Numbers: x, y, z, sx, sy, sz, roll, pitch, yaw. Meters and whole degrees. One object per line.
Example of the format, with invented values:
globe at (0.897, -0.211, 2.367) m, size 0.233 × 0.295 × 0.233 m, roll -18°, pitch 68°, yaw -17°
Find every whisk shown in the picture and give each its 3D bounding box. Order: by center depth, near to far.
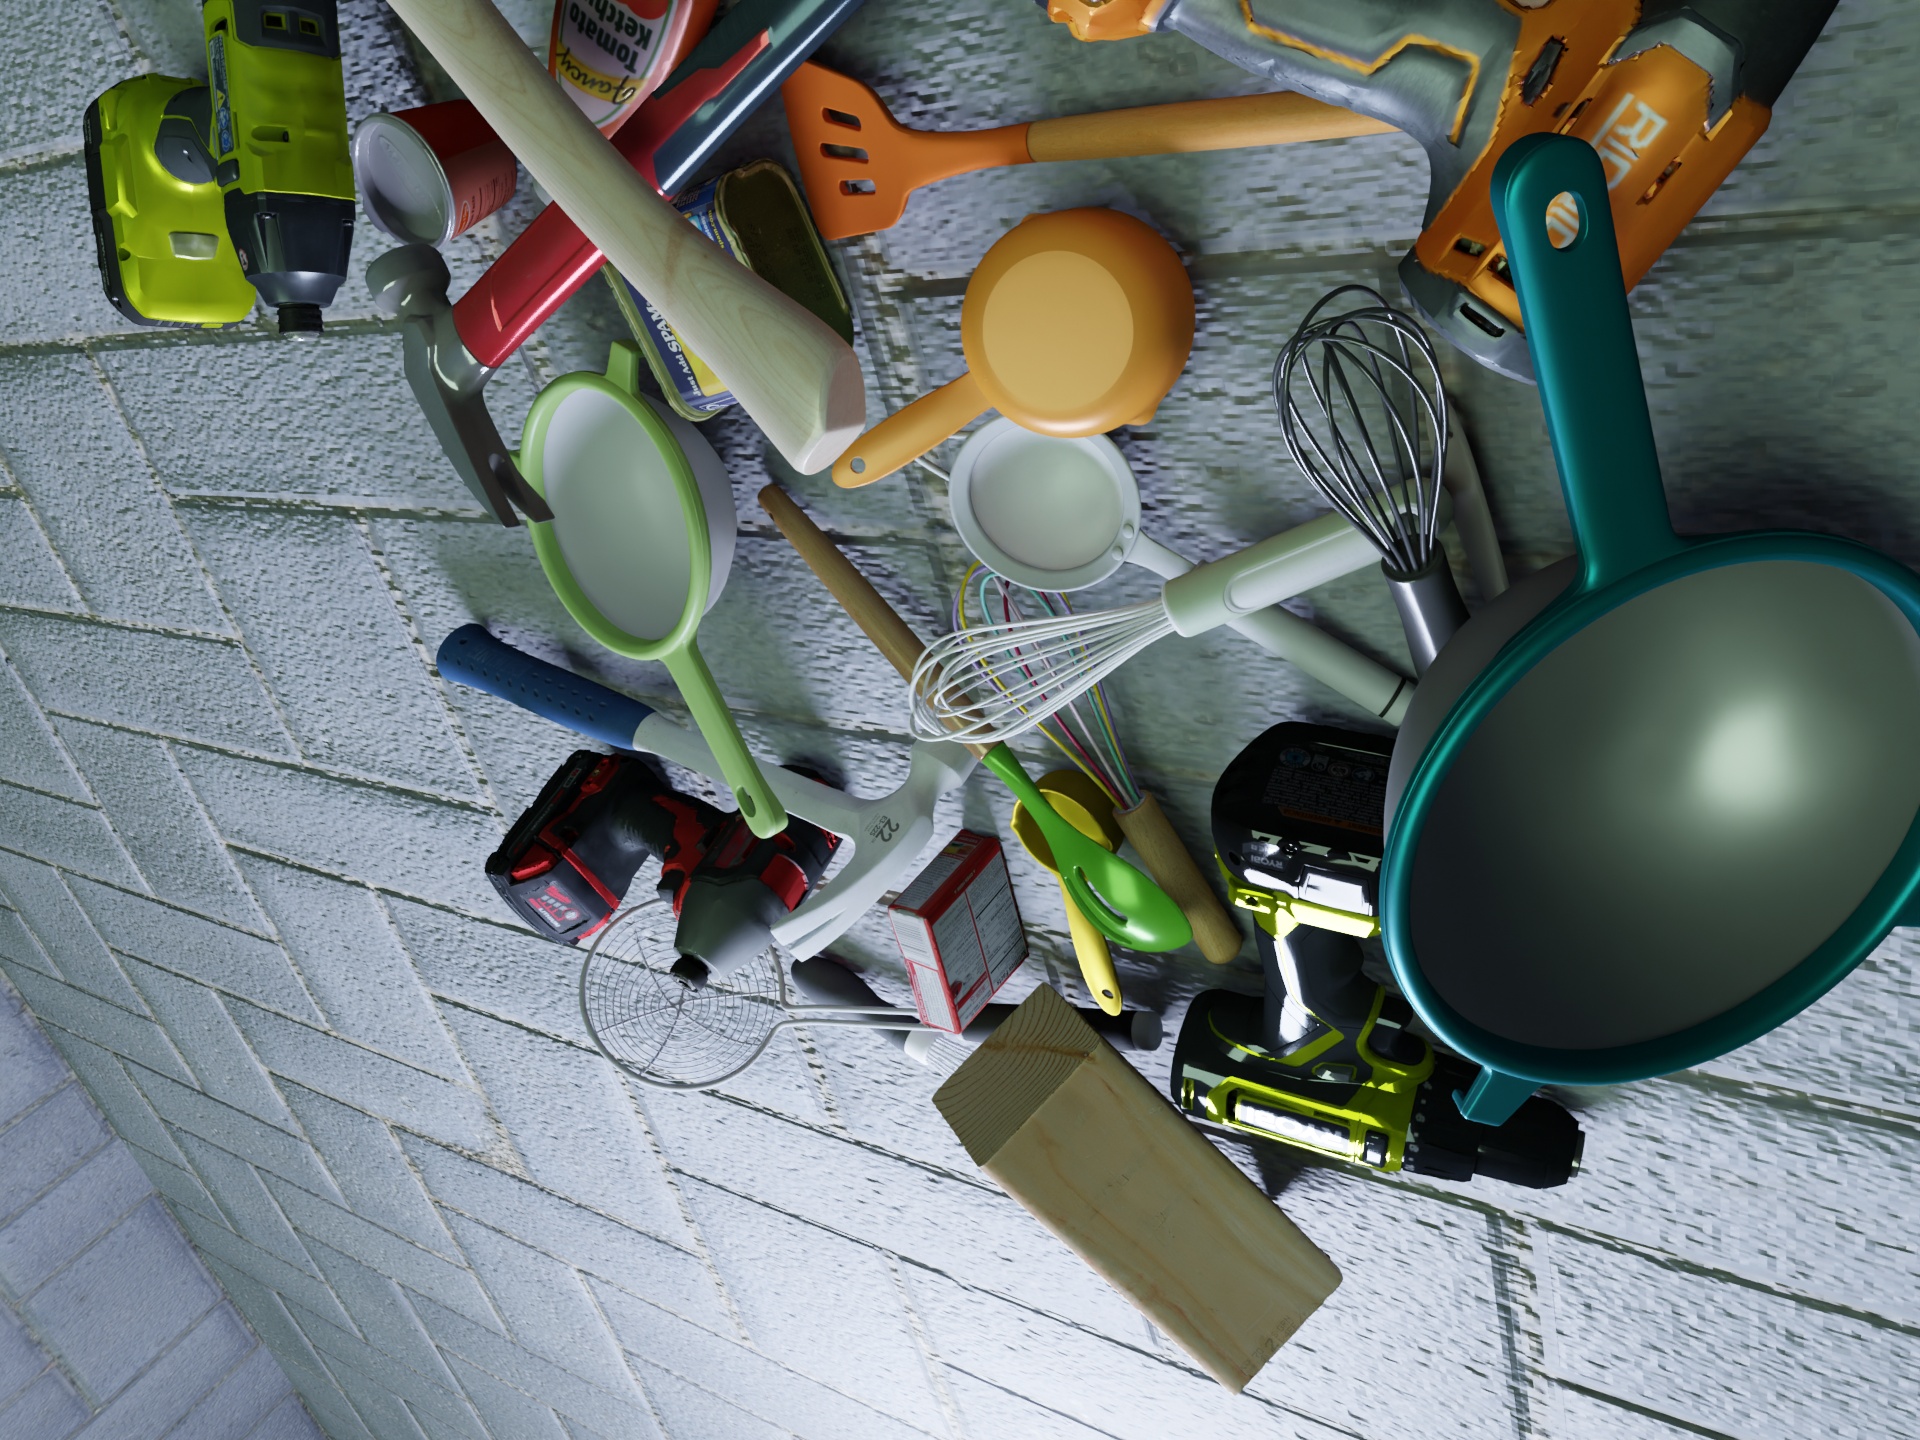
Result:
whisk at (0.165, -0.060, 0.575) m, size 0.055 × 0.055 × 0.238 m, roll 8°, pitch 150°, yaw 36°
whisk at (0.081, -0.042, 0.650) m, size 0.246 × 0.059 × 0.057 m, roll -22°, pitch 119°, yaw 26°
whisk at (0.075, 0.021, 0.771) m, size 0.051 × 0.047 × 0.244 m, roll -15°, pitch 116°, yaw 44°
whisk at (0.003, 0.214, 0.979) m, size 0.285 × 0.070 × 0.070 m, roll 26°, pitch 136°, yaw 28°

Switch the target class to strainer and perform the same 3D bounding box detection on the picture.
strainer at (0.206, -0.033, 0.527) m, size 0.095 × 0.211 × 0.340 m, roll -113°, pitch -2°, yaw -61°
strainer at (0.096, -0.063, 0.682) m, size 0.258 × 0.050 × 0.086 m, roll 32°, pitch 128°, yaw 7°
strainer at (-0.136, -0.065, 0.830) m, size 0.151 × 0.069 × 0.256 m, roll -25°, pitch 92°, yaw 48°

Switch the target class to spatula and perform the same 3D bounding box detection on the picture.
spatula at (0.054, -0.224, 0.601) m, size 0.323 × 0.041 × 0.081 m, roll 7°, pitch 126°, yaw 31°

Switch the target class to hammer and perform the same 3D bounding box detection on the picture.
hammer at (-0.188, -0.252, 0.647) m, size 0.411 × 0.038 × 0.146 m, roll 49°, pitch 125°, yaw 9°
hammer at (-0.115, -0.225, 0.656) m, size 0.386 × 0.038 × 0.143 m, roll -29°, pitch 88°, yaw 37°
hammer at (-0.180, 0.013, 0.929) m, size 0.406 × 0.144 × 0.035 m, roll 19°, pitch 155°, yaw 37°

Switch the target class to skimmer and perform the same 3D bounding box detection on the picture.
skimmer at (-0.062, 0.166, 0.945) m, size 0.363 × 0.127 × 0.090 m, roll -3°, pitch 147°, yaw 30°

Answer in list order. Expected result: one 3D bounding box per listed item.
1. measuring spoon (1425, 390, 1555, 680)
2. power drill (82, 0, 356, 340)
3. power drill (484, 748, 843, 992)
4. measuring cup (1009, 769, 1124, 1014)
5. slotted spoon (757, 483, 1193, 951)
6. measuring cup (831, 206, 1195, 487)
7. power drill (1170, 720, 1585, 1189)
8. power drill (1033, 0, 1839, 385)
measuring spoon at (0.204, -0.069, 0.606) m, size 0.124 × 0.018 × 0.034 m, roll 67°, pitch 165°, yaw -14°
power drill at (-0.381, -0.276, 0.827) m, size 0.223 × 0.080 × 0.171 m, roll 6°, pitch 101°, yaw 48°
power drill at (-0.179, 0.089, 0.958) m, size 0.220 × 0.143 × 0.078 m, roll 3°, pitch 140°, yaw 41°
measuring cup at (0.070, 0.092, 0.841) m, size 0.062 × 0.029 × 0.156 m, roll 9°, pitch 130°, yaw 35°
slotted spoon at (-0.001, -0.003, 0.789) m, size 0.314 × 0.031 × 0.070 m, roll 49°, pitch 159°, yaw 12°
measuring cup at (0.010, -0.135, 0.635) m, size 0.173 × 0.052 × 0.095 m, roll -28°, pitch 97°, yaw 23°
power drill at (0.194, 0.121, 0.720) m, size 0.190 × 0.080 × 0.228 m, roll 12°, pitch 132°, yaw 20°
power drill at (0.137, -0.230, 0.472) m, size 0.226 × 0.084 × 0.164 m, roll 39°, pitch 125°, yaw 6°
